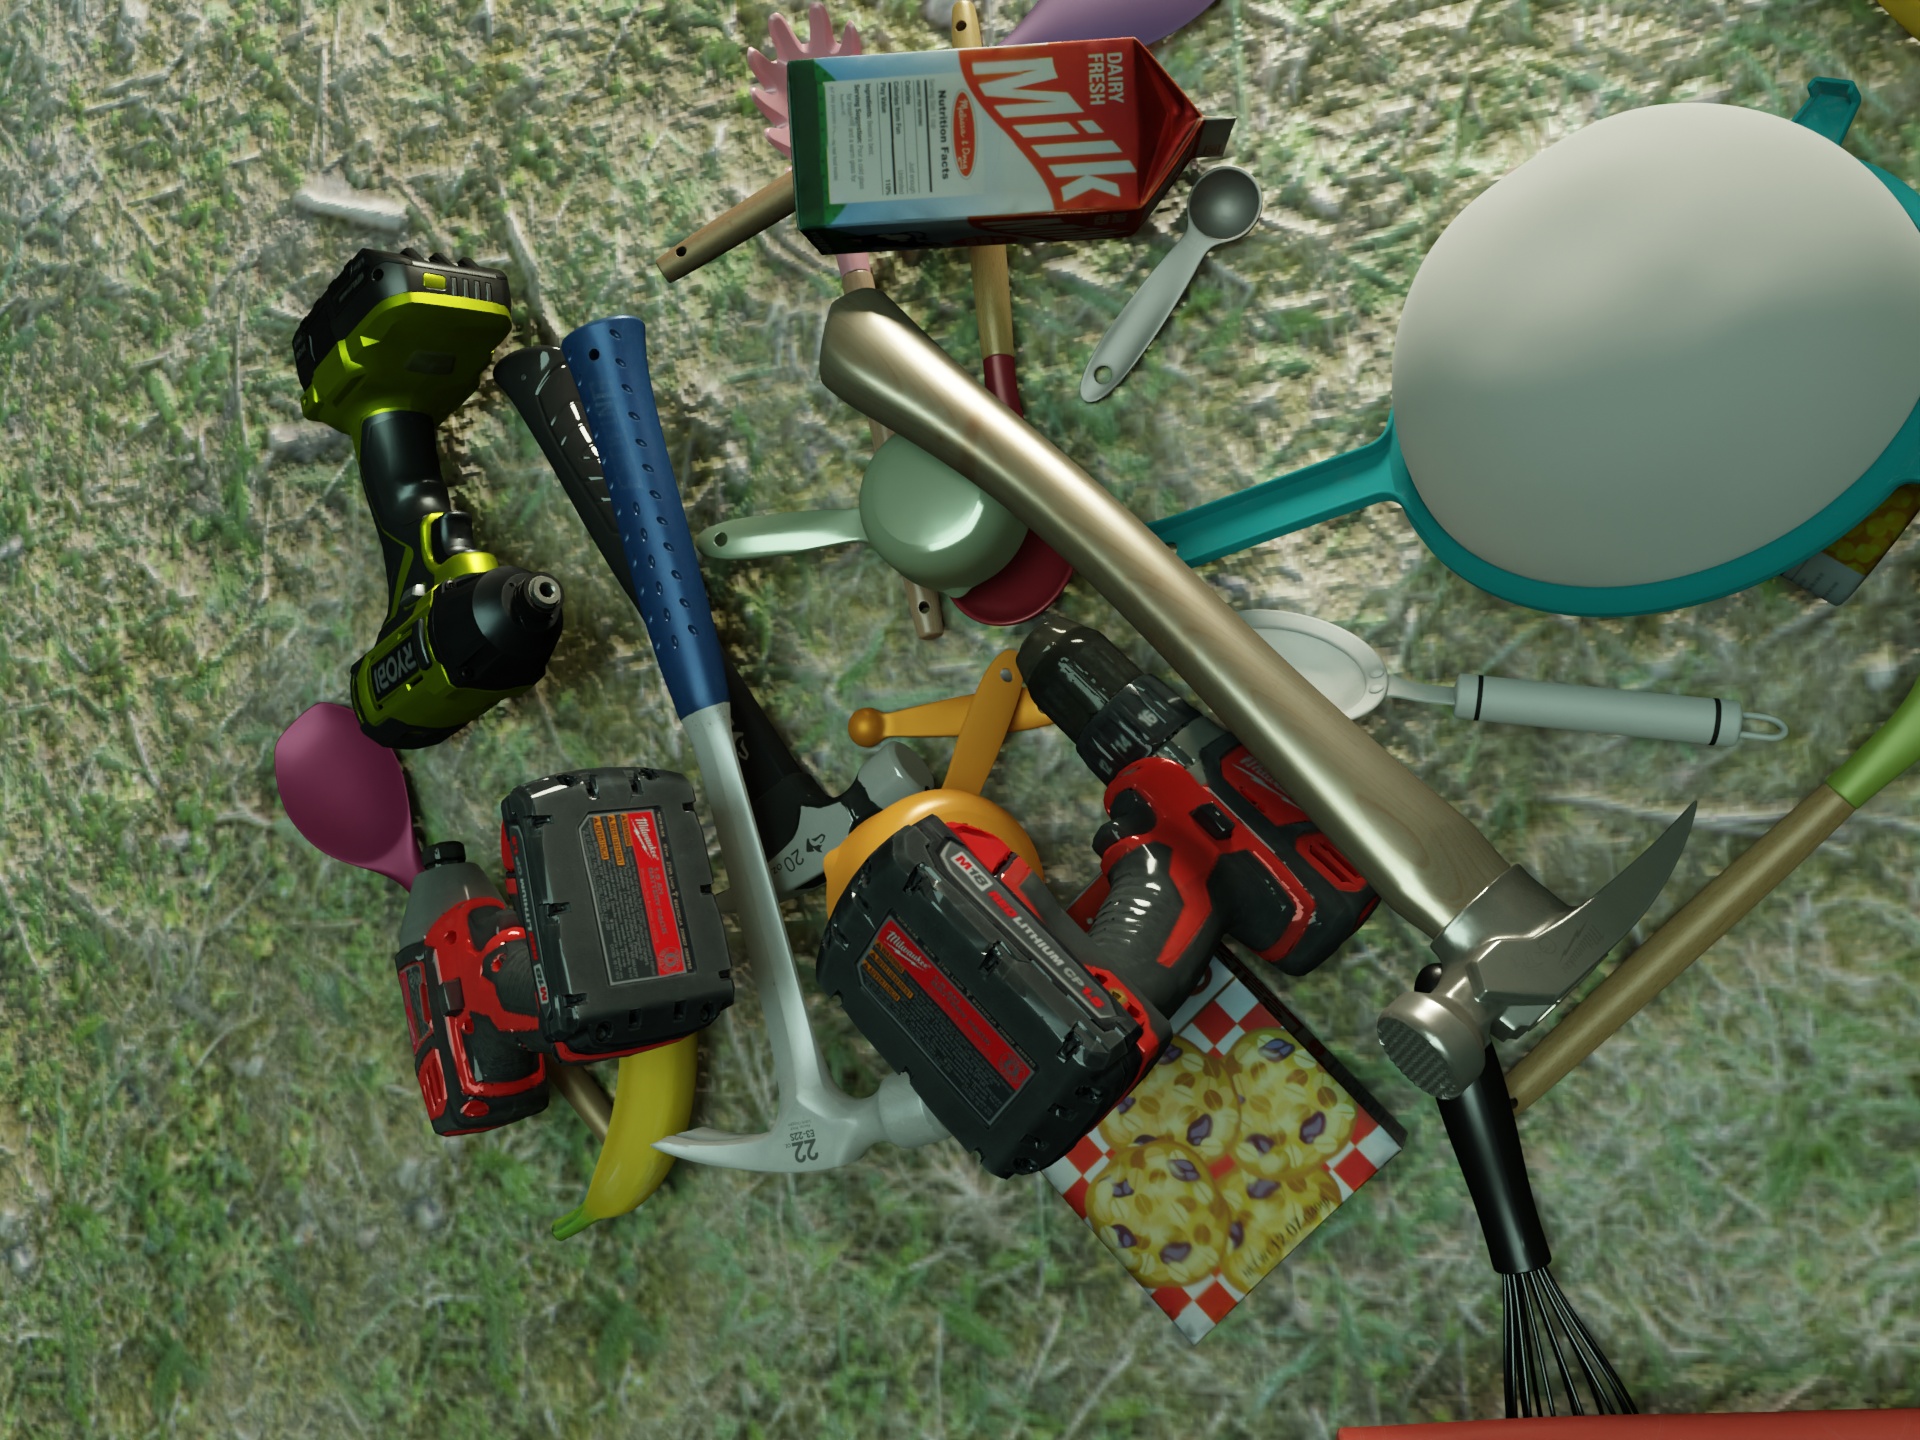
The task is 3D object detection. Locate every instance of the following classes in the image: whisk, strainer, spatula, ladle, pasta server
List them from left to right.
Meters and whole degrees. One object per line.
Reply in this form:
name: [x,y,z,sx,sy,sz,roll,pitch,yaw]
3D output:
pasta server: [-0.047,-0.194,0.774,0.060,0.040,0.316,-13,82,6]
spatula: [-0.007,-0.293,0.753,0.316,0.018,0.060,-30,78,4]
ladle: [0.014,-0.197,0.757,0.069,0.031,0.315,-8,81,17]
strainer: [0.202,-0.008,0.659,0.258,0.087,0.050,6,126,15]
strainer: [0.191,-0.133,0.618,0.340,0.095,0.211,-18,55,30]
whisk: [0.220,0.212,0.622,0.055,0.055,0.239,-18,82,18]
ladle: [0.319,0.046,0.618,0.078,0.062,0.320,43,107,10]

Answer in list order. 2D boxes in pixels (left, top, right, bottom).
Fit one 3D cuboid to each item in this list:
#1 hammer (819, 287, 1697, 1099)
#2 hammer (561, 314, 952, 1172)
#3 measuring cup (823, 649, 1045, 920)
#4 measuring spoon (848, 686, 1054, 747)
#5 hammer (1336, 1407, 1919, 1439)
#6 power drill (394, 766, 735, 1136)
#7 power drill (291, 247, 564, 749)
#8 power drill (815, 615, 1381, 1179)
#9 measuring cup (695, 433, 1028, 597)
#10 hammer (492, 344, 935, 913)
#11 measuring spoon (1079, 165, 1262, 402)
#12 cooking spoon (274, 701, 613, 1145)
hammer: [0.091,-0.049,0.637,0.146,0.038,0.411,-36,67,-18]
hammer: [-0.121,0.008,0.736,0.144,0.035,0.406,-20,80,22]
measuring cup: [0.006,0.036,0.689,0.095,0.052,0.174,27,66,-14]
measuring spoon: [-0.001,-0.002,0.752,0.117,0.011,0.021,-7,83,20]
hammer: [0.316,0.251,0.558,0.359,0.036,0.149,-5,84,8]
power drill: [-0.196,0.102,0.724,0.219,0.078,0.143,-30,69,47]
power drill: [-0.264,-0.114,0.804,0.171,0.080,0.223,-24,75,45]
power drill: [0.047,0.051,0.624,0.188,0.226,0.080,45,131,16]
measuring cup: [-0.052,-0.095,0.729,0.167,0.038,0.083,-6,80,16]
hammer: [-0.152,-0.056,0.798,0.146,0.035,0.335,-39,71,19]
measuring spoon: [0.095,-0.199,0.736,0.034,0.018,0.124,41,106,13]
cooking spoon: [-0.266,0.110,0.837,0.069,0.017,0.319,-44,72,0]
